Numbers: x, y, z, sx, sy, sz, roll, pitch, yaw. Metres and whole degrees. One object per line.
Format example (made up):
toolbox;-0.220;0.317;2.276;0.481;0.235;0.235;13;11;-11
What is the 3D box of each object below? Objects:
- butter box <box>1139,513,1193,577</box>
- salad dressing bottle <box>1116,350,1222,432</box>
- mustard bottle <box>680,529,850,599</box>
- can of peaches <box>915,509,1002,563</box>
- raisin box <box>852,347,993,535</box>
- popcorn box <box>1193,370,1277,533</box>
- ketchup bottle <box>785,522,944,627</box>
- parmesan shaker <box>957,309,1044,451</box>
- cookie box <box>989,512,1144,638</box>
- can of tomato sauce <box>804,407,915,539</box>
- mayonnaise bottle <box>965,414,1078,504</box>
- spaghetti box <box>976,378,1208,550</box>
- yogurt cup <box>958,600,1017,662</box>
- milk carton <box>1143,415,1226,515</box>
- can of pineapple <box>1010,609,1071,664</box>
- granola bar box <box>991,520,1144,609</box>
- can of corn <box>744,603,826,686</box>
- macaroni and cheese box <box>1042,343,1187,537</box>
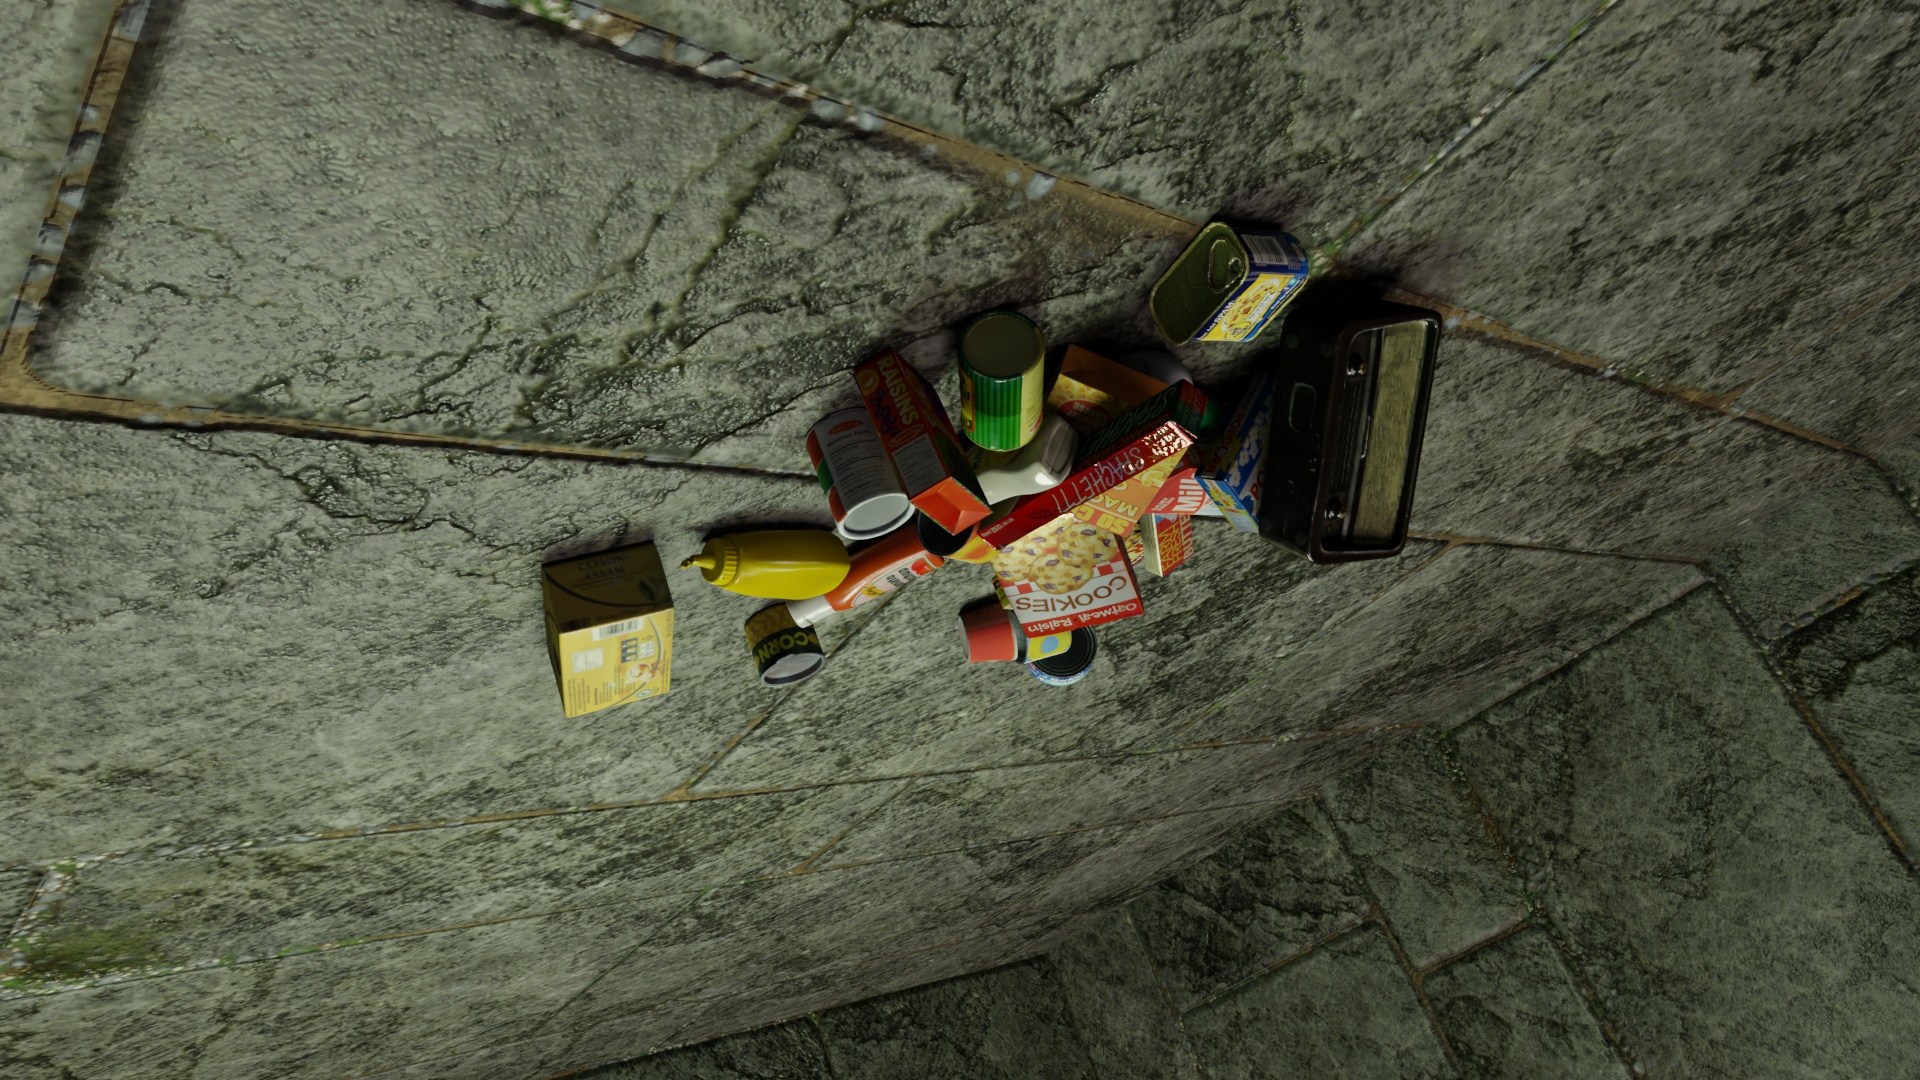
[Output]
butter box;0.208;-0.018;1.411;0.053;0.024;0.103;-34;129;-28
salad dressing bottle;0.185;-0.127;1.226;0.064;0.044;0.148;-42;151;22
mustard bottle;-0.172;0.019;1.197;0.160;0.049;0.065;4;143;-44
can of peaches;0.005;-0.016;1.261;0.071;0.071;0.058;-36;152;26
raisin box;-0.029;-0.074;1.049;0.040;0.124;0.086;-30;154;13
popcorn box;0.275;-0.082;1.282;0.085;0.038;0.127;45;66;-37
ketchup bottle;-0.091;0.034;1.304;0.149;0.043;0.064;-26;160;7
parmesan shaker;0.032;-0.126;1.074;0.071;0.071;0.102;-20;154;-8
cookie box;0.098;0.022;1.345;0.123;0.040;0.166;-13;135;13
can of tomato sauce;-0.078;-0.052;1.098;0.071;0.083;0.071;-19;154;-9
mayonnaise bottle;0.030;-0.060;1.167;0.147;0.065;0.041;-15;131;45
spaghetti box;0.103;-0.058;1.142;0.028;0.050;0.249;37;141;-20
yogurt cup;0.029;0.102;1.522;0.054;0.072;0.072;-10;153;-8
milk carton;0.216;-0.074;1.324;0.191;0.072;0.073;0;146;-42
can of pineapple;0.085;0.099;1.561;0.058;0.071;0.070;-14;153;-21
granola bar box;0.131;0.016;1.466;0.124;0.039;0.164;4;144;-44
can of corn;-0.171;0.100;1.348;0.071;0.058;0.071;-19;155;-9
macaroni and cheese box;0.118;-0.080;1.185;0.124;0.040;0.165;23;144;-2
